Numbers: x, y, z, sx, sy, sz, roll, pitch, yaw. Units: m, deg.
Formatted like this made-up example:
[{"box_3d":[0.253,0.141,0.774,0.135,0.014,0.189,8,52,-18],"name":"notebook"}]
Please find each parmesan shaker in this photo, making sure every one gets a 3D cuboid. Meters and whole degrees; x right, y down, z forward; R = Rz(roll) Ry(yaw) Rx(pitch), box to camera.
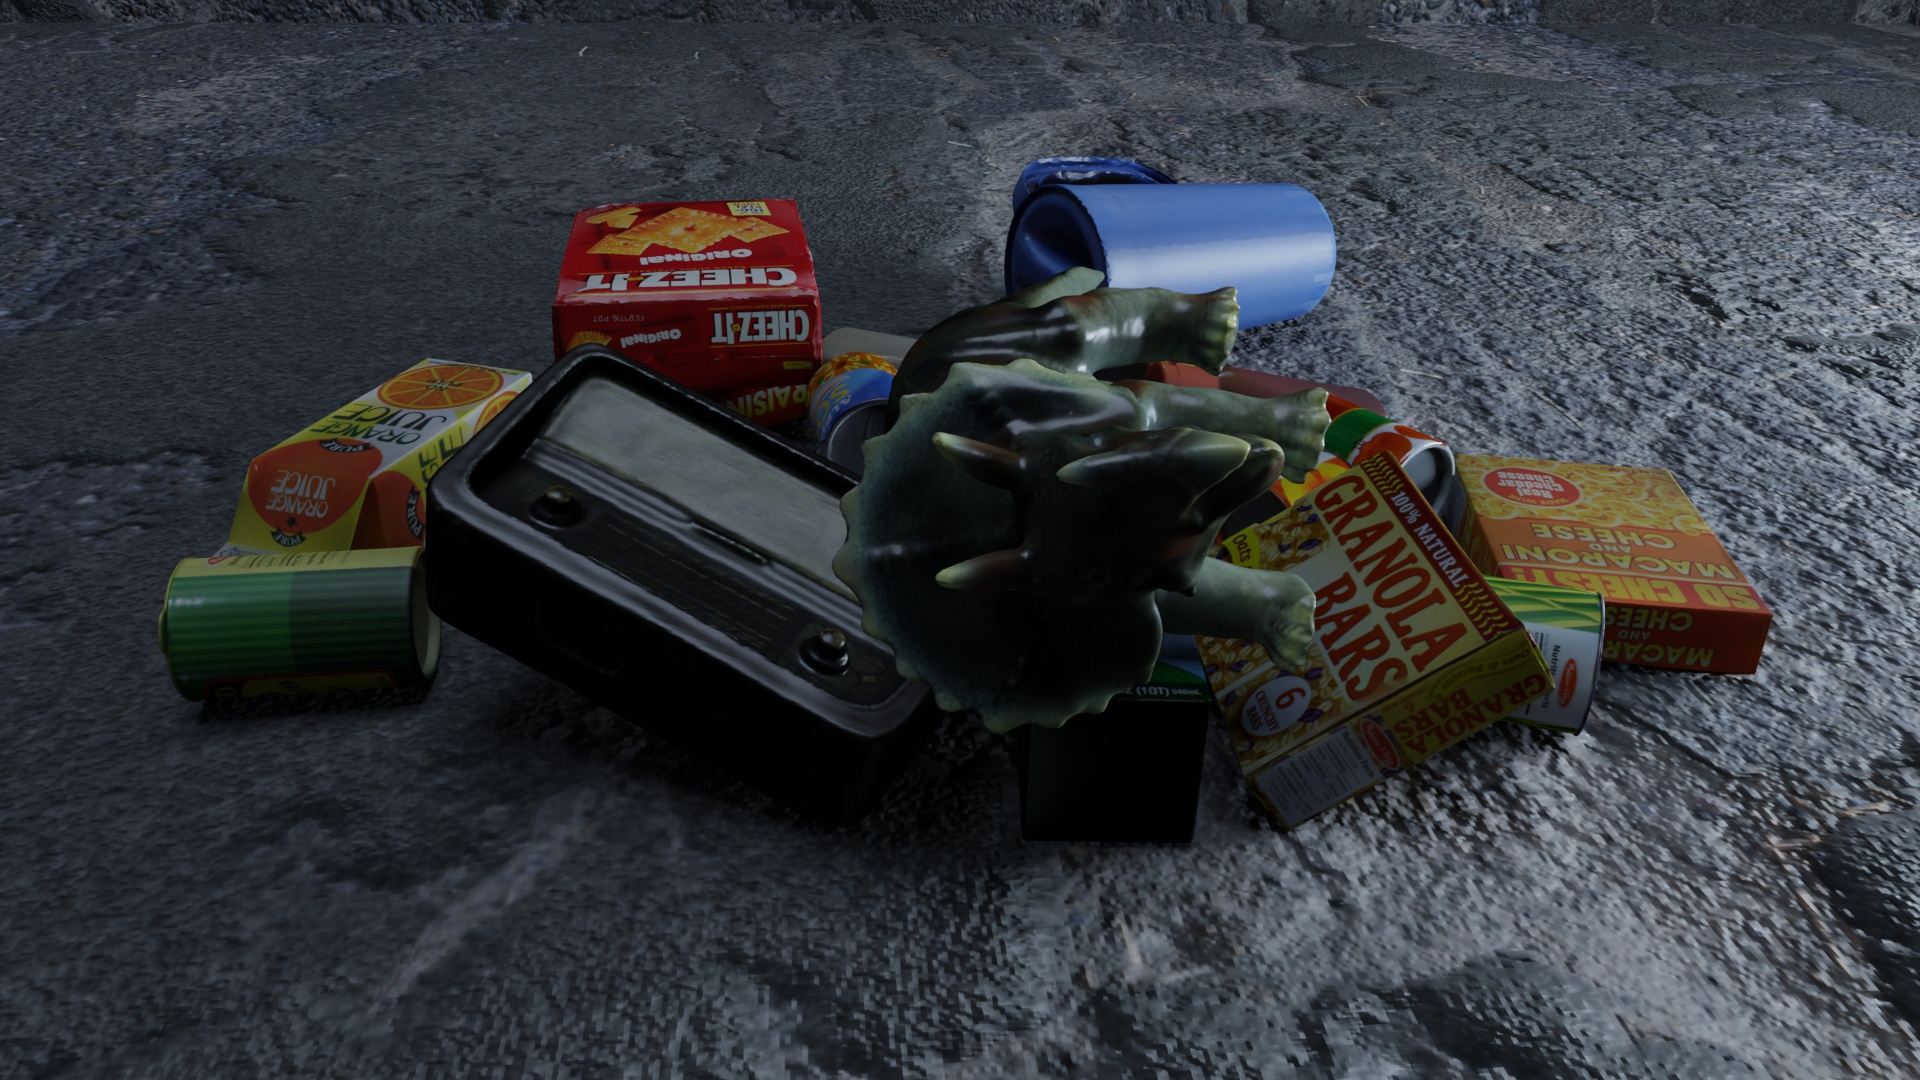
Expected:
[{"box_3d":[-0.299,0.038,0.638,0.103,0.071,0.071,-3,28,-8],"name":"parmesan shaker"}]

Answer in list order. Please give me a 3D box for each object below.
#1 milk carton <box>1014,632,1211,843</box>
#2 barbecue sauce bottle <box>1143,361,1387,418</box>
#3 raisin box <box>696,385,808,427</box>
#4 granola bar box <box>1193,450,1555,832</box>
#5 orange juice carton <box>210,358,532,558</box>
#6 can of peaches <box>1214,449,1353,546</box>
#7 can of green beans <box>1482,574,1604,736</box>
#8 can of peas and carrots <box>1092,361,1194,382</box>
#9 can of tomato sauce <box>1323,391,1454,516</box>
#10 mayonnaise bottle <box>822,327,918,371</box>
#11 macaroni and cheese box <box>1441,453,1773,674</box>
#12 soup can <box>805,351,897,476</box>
[{"box_3d":[0.060,0.047,0.627,0.072,0.073,0.191,1,28,0],"name":"milk carton"},{"box_3d":[0.188,-0.084,0.871,0.149,0.043,0.065,8,18,-16],"name":"barbecue sauce bottle"},{"box_3d":[-0.171,-0.109,0.946,0.086,0.040,0.123,-22,35,-38],"name":"raisin box"},{"box_3d":[0.169,0.037,0.621,0.124,0.039,0.166,-31,25,13],"name":"granola bar box"},{"box_3d":[-0.312,-0.030,0.759,0.072,0.072,0.194,9,30,14],"name":"orange juice carton"},{"box_3d":[0.178,-0.008,0.742,0.058,0.071,0.071,-19,34,-33],"name":"can of peaches"},{"box_3d":[0.255,0.051,0.632,0.058,0.071,0.071,10,29,17],"name":"can of green beans"},{"box_3d":[0.122,-0.103,0.917,0.071,0.070,0.059,17,33,28],"name":"can of peas and carrots"},{"box_3d":[0.230,-0.041,0.803,0.071,0.070,0.083,-18,34,-31],"name":"can of tomato sauce"},{"box_3d":[-0.025,-0.114,0.957,0.148,0.041,0.065,13,30,20],"name":"mayonnaise bottle"},{"box_3d":[0.335,0.009,0.741,0.124,0.040,0.167,5,28,7],"name":"macaroni and cheese box"},{"box_3d":[-0.060,-0.071,0.849,0.071,0.071,0.084,-6,28,-13],"name":"soup can"}]
